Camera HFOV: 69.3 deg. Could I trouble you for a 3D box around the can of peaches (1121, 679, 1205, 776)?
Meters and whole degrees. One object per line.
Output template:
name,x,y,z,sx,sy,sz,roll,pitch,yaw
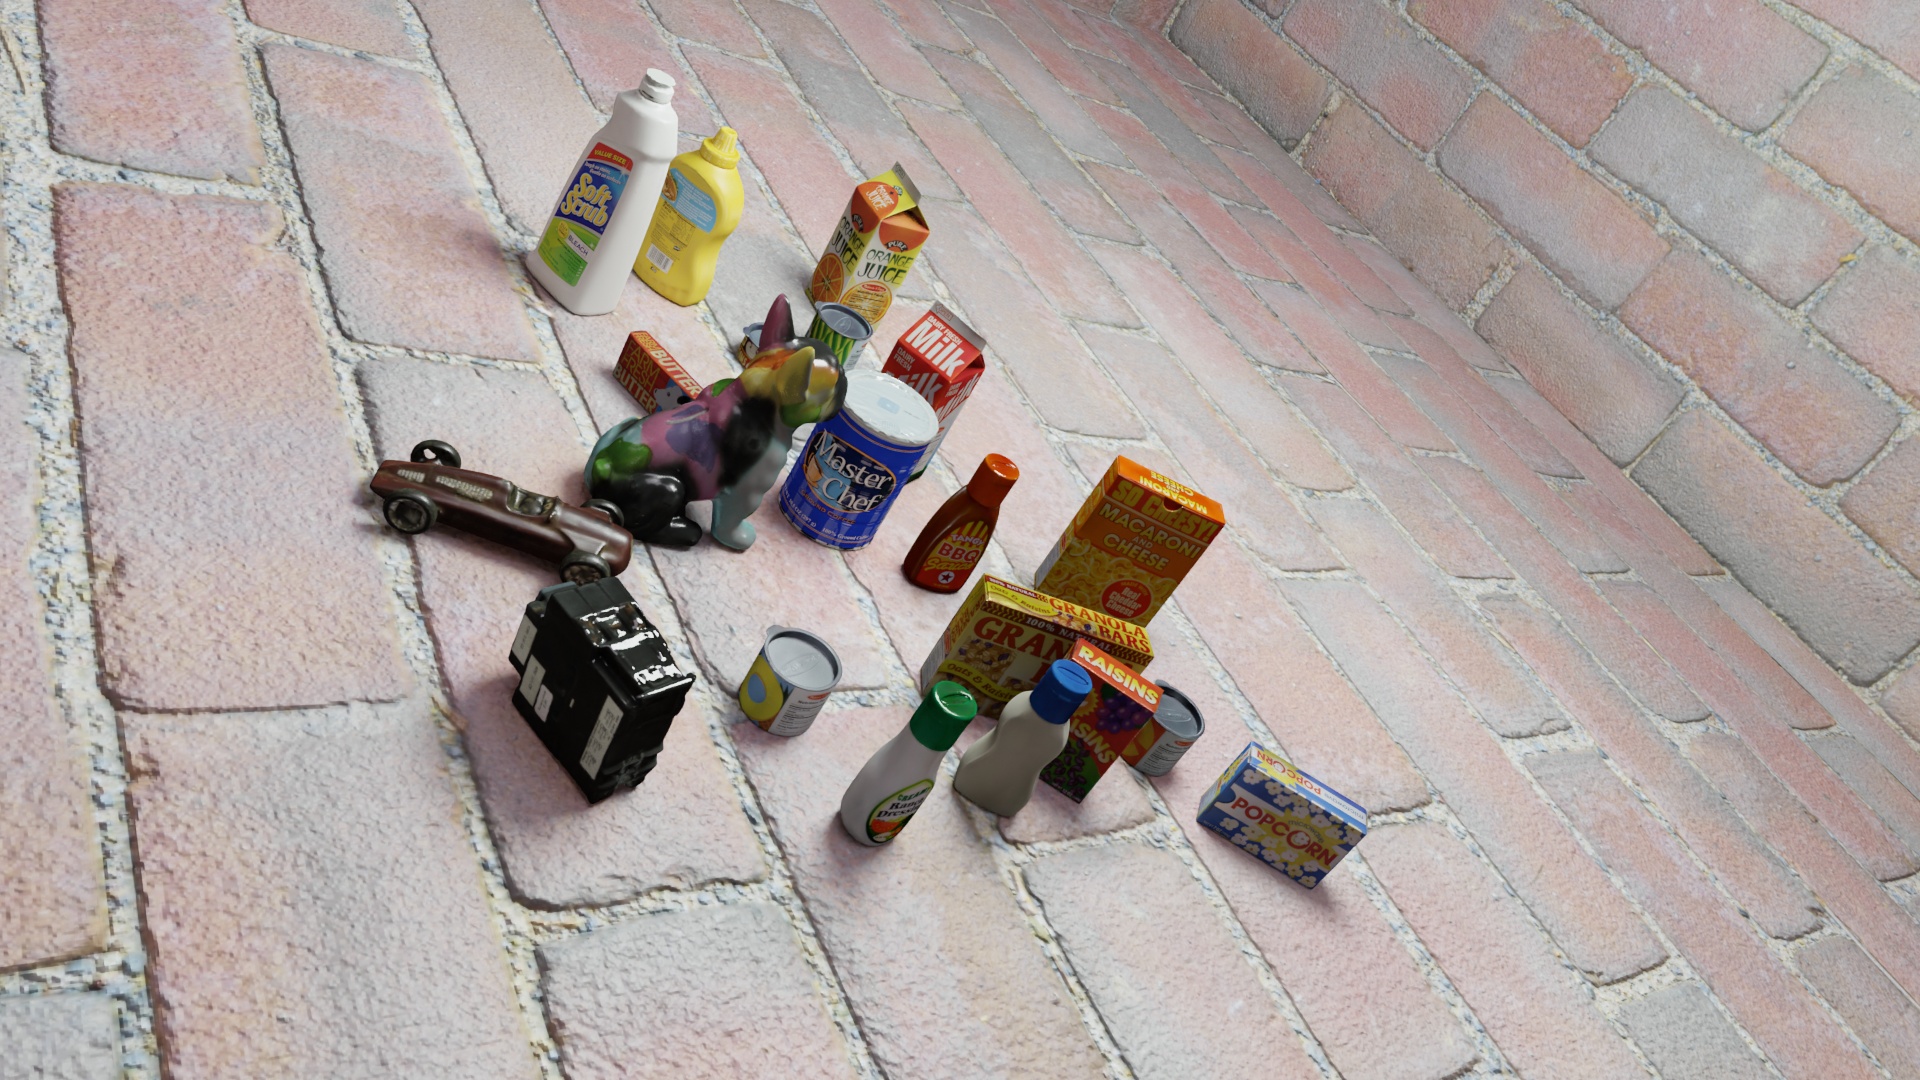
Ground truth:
can of peaches,0.182,0.174,1.286,0.071,0.057,0.071,23,33,-16

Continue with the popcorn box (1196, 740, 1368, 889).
popcorn box,0.290,0.248,1.253,0.127,0.084,0.038,31,32,-2

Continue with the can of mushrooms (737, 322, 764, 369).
can of mushrooms,-0.204,-0.201,1.479,0.071,0.033,0.071,23,33,-16

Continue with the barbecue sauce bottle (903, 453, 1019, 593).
barbecue sauce bottle,0.005,-0.016,1.303,0.065,0.147,0.044,13,37,-29

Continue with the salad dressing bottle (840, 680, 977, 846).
salad dressing bottle,-0.038,0.164,1.023,0.064,0.147,0.044,-1,45,-42

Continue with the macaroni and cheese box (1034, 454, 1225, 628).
macaroni and cheese box,0.168,0.010,1.393,0.124,0.165,0.040,24,33,-14

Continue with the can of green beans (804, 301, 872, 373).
can of green beans,-0.139,-0.222,1.541,0.071,0.057,0.071,23,33,-16

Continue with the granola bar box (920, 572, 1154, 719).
granola bar box,0.065,0.106,1.214,0.165,0.123,0.039,20,34,-20

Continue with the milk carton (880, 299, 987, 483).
milk carton,-0.042,-0.146,1.399,0.072,0.189,0.074,41,33,13

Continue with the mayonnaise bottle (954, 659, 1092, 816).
mayonnaise bottle,0.054,0.157,1.112,0.065,0.147,0.041,29,32,-6

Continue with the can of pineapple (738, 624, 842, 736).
can of pineapple,-0.136,0.110,1.096,0.071,0.057,0.071,23,33,-16

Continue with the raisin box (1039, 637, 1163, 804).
raisin box,0.102,0.154,1.182,0.086,0.122,0.040,34,32,1

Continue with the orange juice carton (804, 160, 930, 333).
orange juice carton,-0.100,-0.339,1.607,0.073,0.191,0.072,4,42,-38

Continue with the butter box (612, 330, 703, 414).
butter box,-0.285,-0.148,1.320,0.104,0.053,0.024,45,34,19
